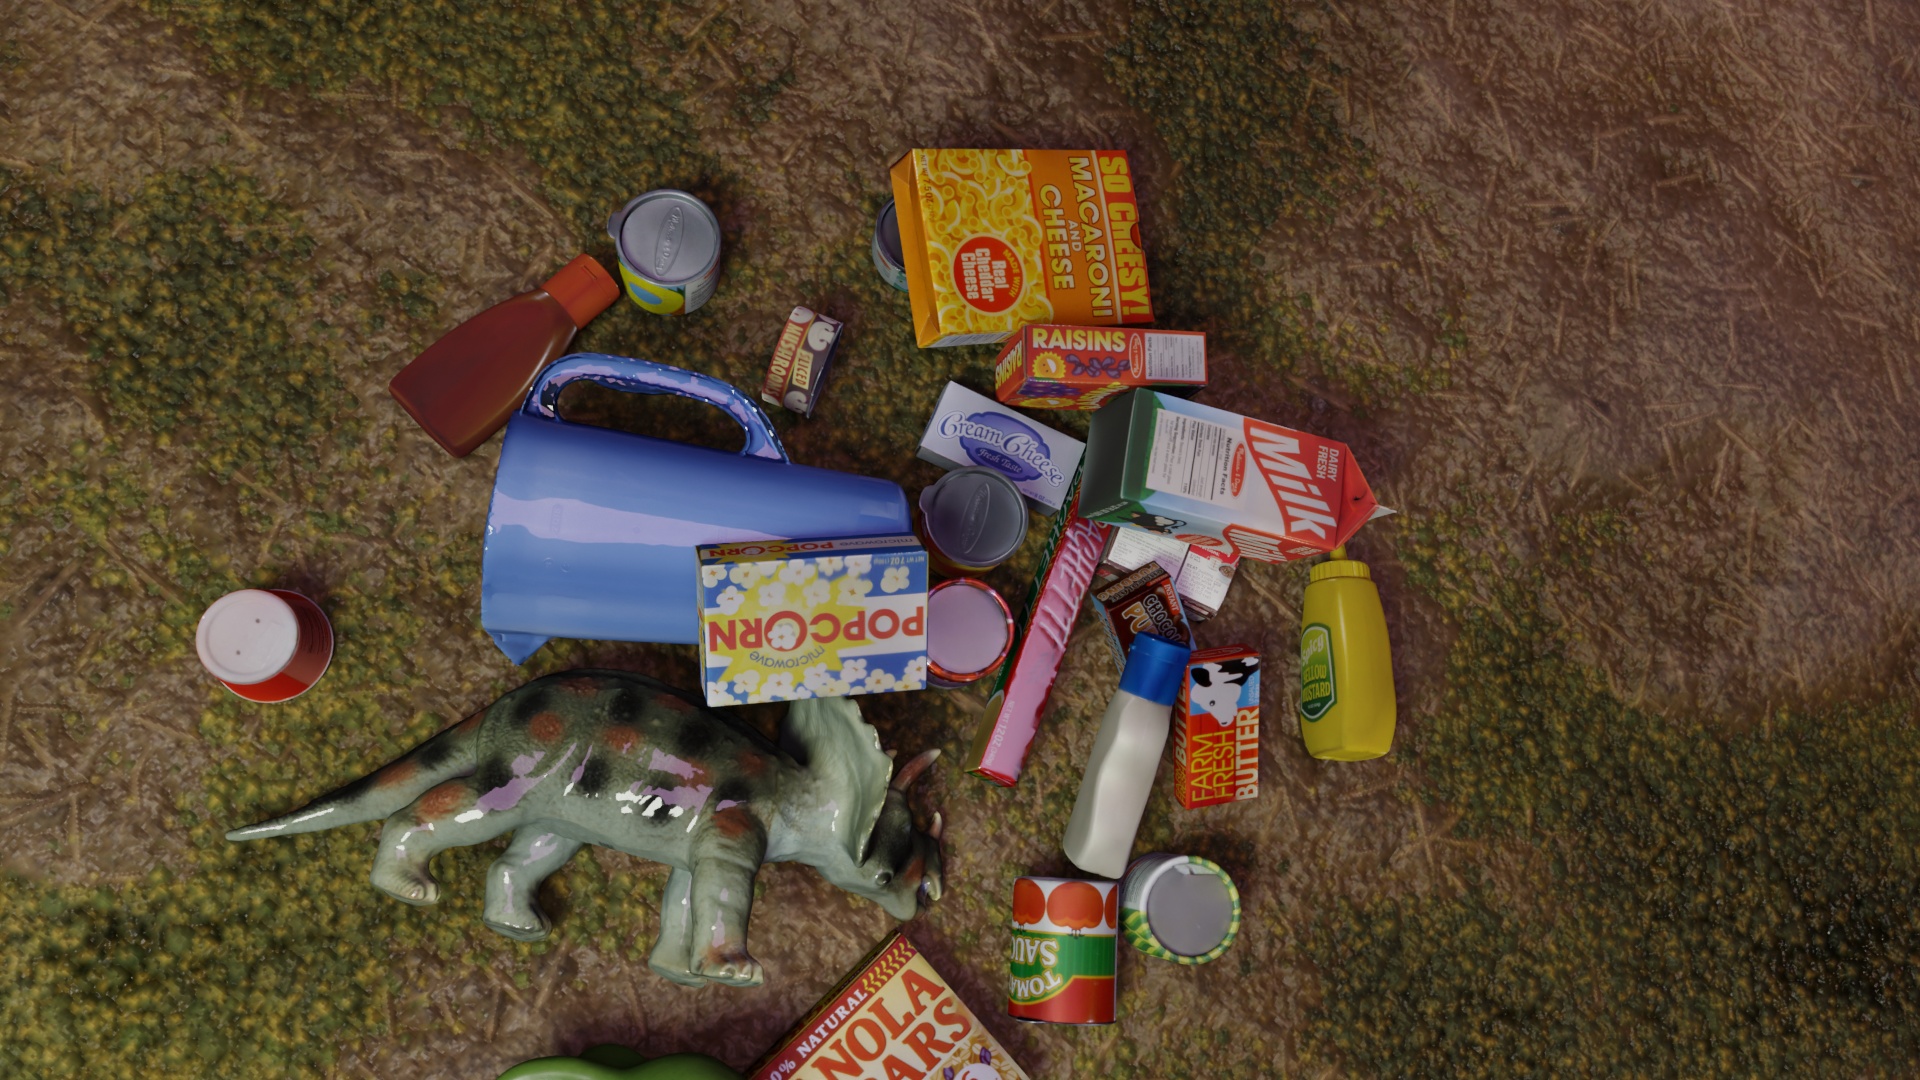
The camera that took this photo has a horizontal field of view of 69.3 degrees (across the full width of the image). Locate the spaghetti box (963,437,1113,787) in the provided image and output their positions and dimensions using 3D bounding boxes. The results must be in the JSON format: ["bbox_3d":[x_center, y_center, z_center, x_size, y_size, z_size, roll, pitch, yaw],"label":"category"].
[{"bbox_3d":[0.062,0.039,0.906,0.029,0.050,0.250,23,75,-7],"label":"spaghetti box"}]

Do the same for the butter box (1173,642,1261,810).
[{"bbox_3d":[0.166,0.121,0.901,0.053,0.024,0.103,-6,105,-15],"label":"butter box"}]

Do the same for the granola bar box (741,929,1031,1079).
[{"bbox_3d":[-0.057,0.336,0.825,0.166,0.039,0.124,-41,88,-16],"label":"granola bar box"}]

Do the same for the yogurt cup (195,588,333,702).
[{"bbox_3d":[-0.406,0.059,0.806,0.072,0.054,0.072,2,79,-11],"label":"yogurt cup"}]

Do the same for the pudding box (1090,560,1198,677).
[{"bbox_3d":[0.122,0.060,0.901,0.050,0.030,0.083,-27,120,-8],"label":"pudding box"}]

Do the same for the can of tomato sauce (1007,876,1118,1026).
[{"bbox_3d":[0.062,0.250,0.852,0.071,0.071,0.083,5,77,-10],"label":"can of tomato sauce"}]

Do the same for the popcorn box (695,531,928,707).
[{"bbox_3d":[-0.082,0.043,0.778,0.127,0.038,0.085,-3,109,-13],"label":"popcorn box"}]

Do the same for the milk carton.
[{"bbox_3d":[0.179,-0.034,0.890,0.191,0.072,0.073,13,78,-15],"label":"milk carton"}]

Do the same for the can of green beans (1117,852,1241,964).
[{"bbox_3d":[0.136,0.231,0.876,0.071,0.057,0.071,2,78,-11],"label":"can of green beans"}]

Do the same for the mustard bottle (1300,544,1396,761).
[{"bbox_3d":[0.257,0.066,0.935,0.049,0.065,0.160,6,71,-15],"label":"mustard bottle"}]

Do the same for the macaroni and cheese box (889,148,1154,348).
[{"bbox_3d":[0.044,-0.197,0.931,0.167,0.040,0.123,-8,87,-27],"label":"macaroni and cheese box"}]

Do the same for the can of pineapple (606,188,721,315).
[{"bbox_3d":[-0.190,-0.186,0.899,0.071,0.057,0.071,2,78,-11],"label":"can of pineapple"}]

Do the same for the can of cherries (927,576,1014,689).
[{"bbox_3d":[0.000,0.059,0.885,0.071,0.058,0.071,2,78,-10],"label":"can of cherries"}]

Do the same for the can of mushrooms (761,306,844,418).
[{"bbox_3d":[-0.102,-0.115,0.895,0.033,0.071,0.071,22,75,-4],"label":"can of mushrooms"}]

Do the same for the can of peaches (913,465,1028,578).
[{"bbox_3d":[0.003,-0.011,0.901,0.071,0.058,0.071,2,79,-10],"label":"can of peaches"}]

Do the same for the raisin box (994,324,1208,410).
[{"bbox_3d":[0.091,-0.112,0.925,0.123,0.086,0.040,1,83,-11],"label":"raisin box"}]

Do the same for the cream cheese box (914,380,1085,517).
[{"bbox_3d":[0.027,-0.061,0.933,0.104,0.024,0.053,24,73,-6],"label":"cream cheese box"}]

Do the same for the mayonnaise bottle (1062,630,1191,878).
[{"bbox_3d":[0.105,0.132,0.869,0.041,0.065,0.148,18,94,-4],"label":"mayonnaise bottle"}]

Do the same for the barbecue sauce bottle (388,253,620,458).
[{"bbox_3d":[-0.281,-0.122,0.875,0.065,0.043,0.149,45,73,0],"label":"barbecue sauce bottle"}]

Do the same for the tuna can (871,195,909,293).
[{"bbox_3d":[-0.025,-0.204,0.949,0.071,0.032,0.071,2,78,-11],"label":"tuna can"}]
